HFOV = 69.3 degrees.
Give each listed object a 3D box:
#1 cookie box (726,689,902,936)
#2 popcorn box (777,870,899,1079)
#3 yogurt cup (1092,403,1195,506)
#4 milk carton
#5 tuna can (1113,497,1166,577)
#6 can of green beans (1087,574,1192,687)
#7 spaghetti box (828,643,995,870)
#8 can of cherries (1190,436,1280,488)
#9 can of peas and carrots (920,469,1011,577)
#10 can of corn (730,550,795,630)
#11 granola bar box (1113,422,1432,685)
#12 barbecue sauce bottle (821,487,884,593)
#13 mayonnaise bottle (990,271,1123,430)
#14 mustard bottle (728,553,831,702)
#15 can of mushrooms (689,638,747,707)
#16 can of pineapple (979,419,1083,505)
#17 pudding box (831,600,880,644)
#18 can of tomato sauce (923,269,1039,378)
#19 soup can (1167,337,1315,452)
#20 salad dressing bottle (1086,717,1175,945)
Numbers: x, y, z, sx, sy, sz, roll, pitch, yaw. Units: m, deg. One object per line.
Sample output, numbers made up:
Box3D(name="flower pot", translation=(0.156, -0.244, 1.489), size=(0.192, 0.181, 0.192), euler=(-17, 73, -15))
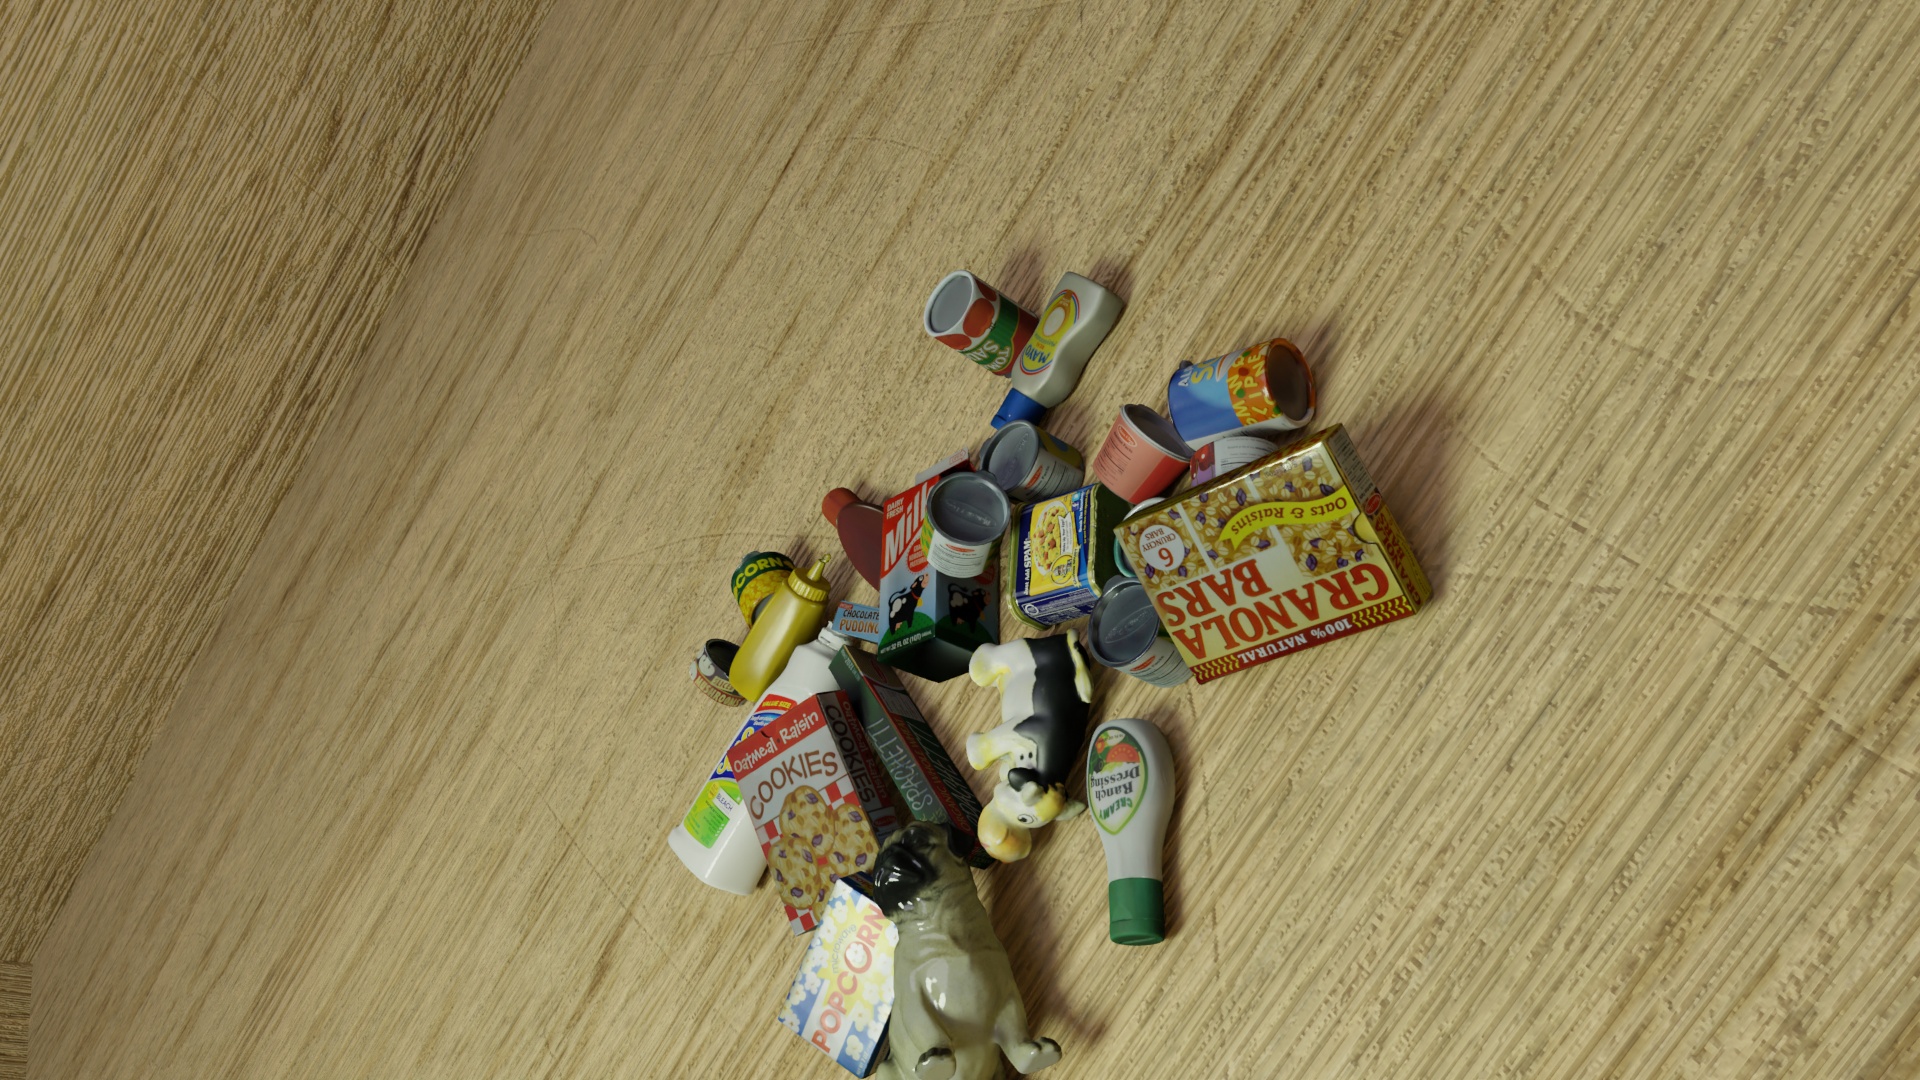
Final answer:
Box3D(name="cookie box", translation=(-0.116, 0.224, 1.147), size=(0.122, 0.040, 0.168), euler=(-35, 71, 32))
Box3D(name="popcorn box", translation=(-0.076, 0.331, 1.062), size=(0.085, 0.038, 0.126), euler=(26, 96, 27))
Box3D(name="yogurt cup", translation=(0.137, -0.062, 1.049), size=(0.053, 0.072, 0.073), euler=(-56, 39, 24))
Box3D(name="milk carton", translation=(-0.018, 0.014, 1.172), size=(0.072, 0.073, 0.191), euler=(-26, 52, 39))
Box3D(name="tuna can", translation=(0.148, 0.006, 1.023), size=(0.071, 0.033, 0.071), euler=(-26, 52, 38))
Box3D(name="can of green beans", translation=(0.134, 0.066, 0.986), size=(0.071, 0.058, 0.071), euler=(-25, 53, 39))
Box3D(name="spaghetti box", translation=(-0.040, 0.171, 1.131), size=(0.028, 0.050, 0.251), euler=(-55, 40, 15))
Box3D(name="can of cherries", translation=(0.193, -0.031, 0.967), size=(0.071, 0.071, 0.058), euler=(-24, 53, 39))
Box3D(name="can of peas and carrots", translation=(0.004, -0.014, 1.100), size=(0.058, 0.071, 0.071), euler=(105, 166, -61))
Box3D(name="can of corn", translation=(-0.183, 0.052, 1.340), size=(0.071, 0.071, 0.058), euler=(-52, 41, 16))
Box3D(name="granola bar box", translation=(0.198, 0.013, 0.900), size=(0.165, 0.039, 0.124), euler=(-25, 97, 38))
Box3D(name="barbecue sauce bottle", translation=(-0.083, -0.005, 1.280), size=(0.149, 0.043, 0.064), euler=(41, 105, 51))
Box3D(name="mayonnaise bottle", translation=(0.078, -0.153, 1.181), size=(0.065, 0.041, 0.148), euler=(37, 98, 49))
Box3D(name="mustard bottle", translation=(-0.158, 0.075, 1.290), size=(0.049, 0.065, 0.159), euler=(36, 109, 19))
Box3D(name="can of mushrooms", translation=(-0.228, 0.130, 1.350), size=(0.033, 0.071, 0.071), euler=(-53, 40, 16))
Box3D(name="can of pineapple", translation=(0.058, -0.059, 1.139), size=(0.071, 0.058, 0.071), euler=(-25, 53, 38))
Box3D(name="pudding box", translation=(-0.068, 0.076, 1.214), size=(0.083, 0.049, 0.030), euler=(8, 78, 50))
Box3D(name="can of tomato sauce", translation=(0.018, -0.191, 1.235), size=(0.071, 0.083, 0.071), euler=(-26, 52, 38))
Box3D(name="soup can", translation=(0.200, -0.106, 0.995), size=(0.083, 0.071, 0.071), euler=(-15, 60, 43))
Box3D(name="salad dressing bottle", translation=(0.117, 0.197, 0.945), size=(0.064, 0.044, 0.148), euler=(-24, 54, 38))
